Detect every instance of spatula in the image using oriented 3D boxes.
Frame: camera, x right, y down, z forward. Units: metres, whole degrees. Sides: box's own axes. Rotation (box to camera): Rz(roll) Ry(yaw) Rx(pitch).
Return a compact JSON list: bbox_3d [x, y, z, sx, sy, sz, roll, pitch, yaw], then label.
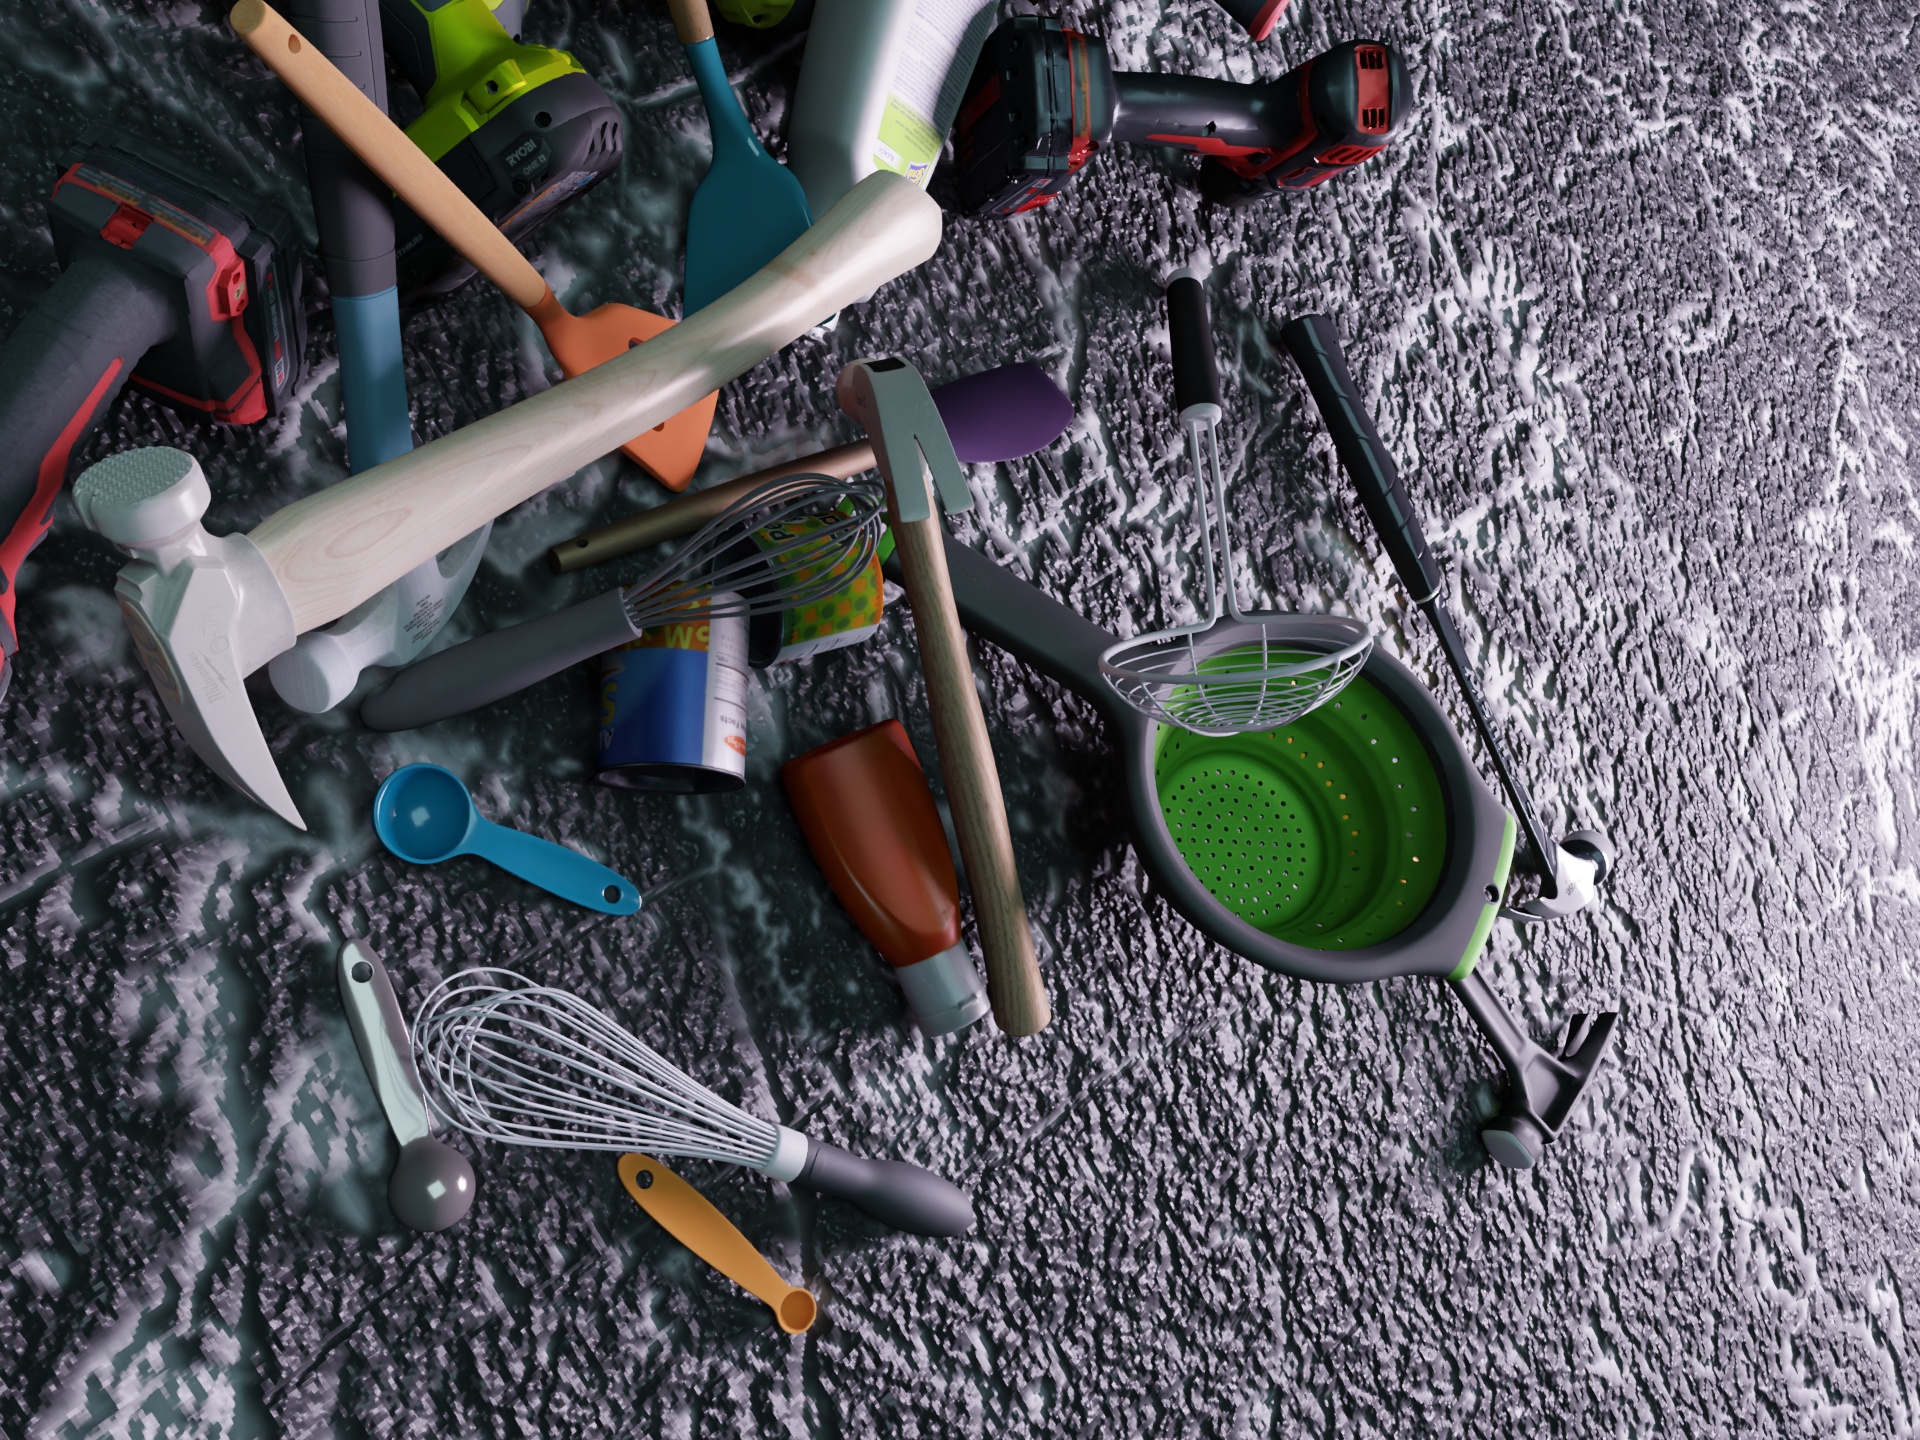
[{"bbox_3d":[-0.172,-0.179,0.626,0.041,0.322,0.081,12,82,13],"label":"spatula"},{"bbox_3d":[-0.127,-0.329,0.710,0.044,0.082,0.317,-69,149,-54],"label":"spatula"},{"bbox_3d":[-0.063,-0.127,0.803,0.316,0.018,0.060,-25,69,-33],"label":"spatula"}]

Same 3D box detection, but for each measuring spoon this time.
[{"bbox_3d":[-0.109,0.231,0.703,0.117,0.011,0.021,45,58,-12],"label":"measuring spoon"},{"bbox_3d":[-0.226,0.146,0.641,0.034,0.018,0.124,-18,88,-34],"label":"measuring spoon"},{"bbox_3d":[-0.195,0.058,0.686,0.128,0.021,0.042,30,64,-33],"label":"measuring spoon"}]

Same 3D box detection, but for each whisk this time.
[{"bbox_3d":[-0.105,0.179,0.691,0.284,0.070,0.070,29,65,-28],"label":"whisk"},{"bbox_3d":[-0.140,-0.047,0.662,0.239,0.055,0.055,-22,92,2],"label":"whisk"}]

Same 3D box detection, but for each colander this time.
[{"bbox_3d":[0.096,0.009,0.846,0.397,0.094,0.205,31,61,-3],"label":"colander"}]

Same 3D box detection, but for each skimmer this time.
[{"bbox_3d":[0.129,-0.137,0.828,0.127,0.090,0.364,-6,53,9],"label":"skimmer"}]

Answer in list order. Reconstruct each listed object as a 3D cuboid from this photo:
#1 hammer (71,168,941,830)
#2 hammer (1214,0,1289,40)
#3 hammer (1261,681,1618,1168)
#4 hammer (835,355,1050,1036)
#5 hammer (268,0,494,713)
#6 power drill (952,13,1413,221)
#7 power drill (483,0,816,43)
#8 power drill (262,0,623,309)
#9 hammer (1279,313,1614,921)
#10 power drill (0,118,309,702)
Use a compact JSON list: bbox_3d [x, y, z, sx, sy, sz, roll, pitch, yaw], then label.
[{"bbox_3d":[-0.142,-0.121,0.651,0.411,0.038,0.146,-42,142,-37],"label":"hammer"},{"bbox_3d":[0.020,-0.502,0.870,0.386,0.038,0.143,41,62,1],"label":"hammer"},{"bbox_3d":[0.278,0.104,0.959,0.127,0.034,0.336,-43,103,-31],"label":"hammer"},{"bbox_3d":[-0.001,-0.002,0.742,0.031,0.130,0.331,-15,107,-8],"label":"hammer"},{"bbox_3d":[-0.222,-0.173,0.585,0.128,0.033,0.330,-58,157,-57],"label":"hammer"},{"bbox_3d":[0.112,-0.326,0.890,0.226,0.188,0.080,-5,95,-16],"label":"power drill"},{"bbox_3d":[-0.161,-0.407,0.728,0.228,0.080,0.190,-16,125,-36],"label":"power drill"},{"bbox_3d":[-0.260,-0.290,0.651,0.223,0.171,0.080,55,15,-13],"label":"power drill"},{"bbox_3d":[0.295,-0.064,0.992,0.149,0.036,0.409,-24,89,-53],"label":"hammer"},{"bbox_3d":[-0.325,-0.091,0.565,0.078,0.143,0.220,26,60,-7],"label":"power drill"}]
